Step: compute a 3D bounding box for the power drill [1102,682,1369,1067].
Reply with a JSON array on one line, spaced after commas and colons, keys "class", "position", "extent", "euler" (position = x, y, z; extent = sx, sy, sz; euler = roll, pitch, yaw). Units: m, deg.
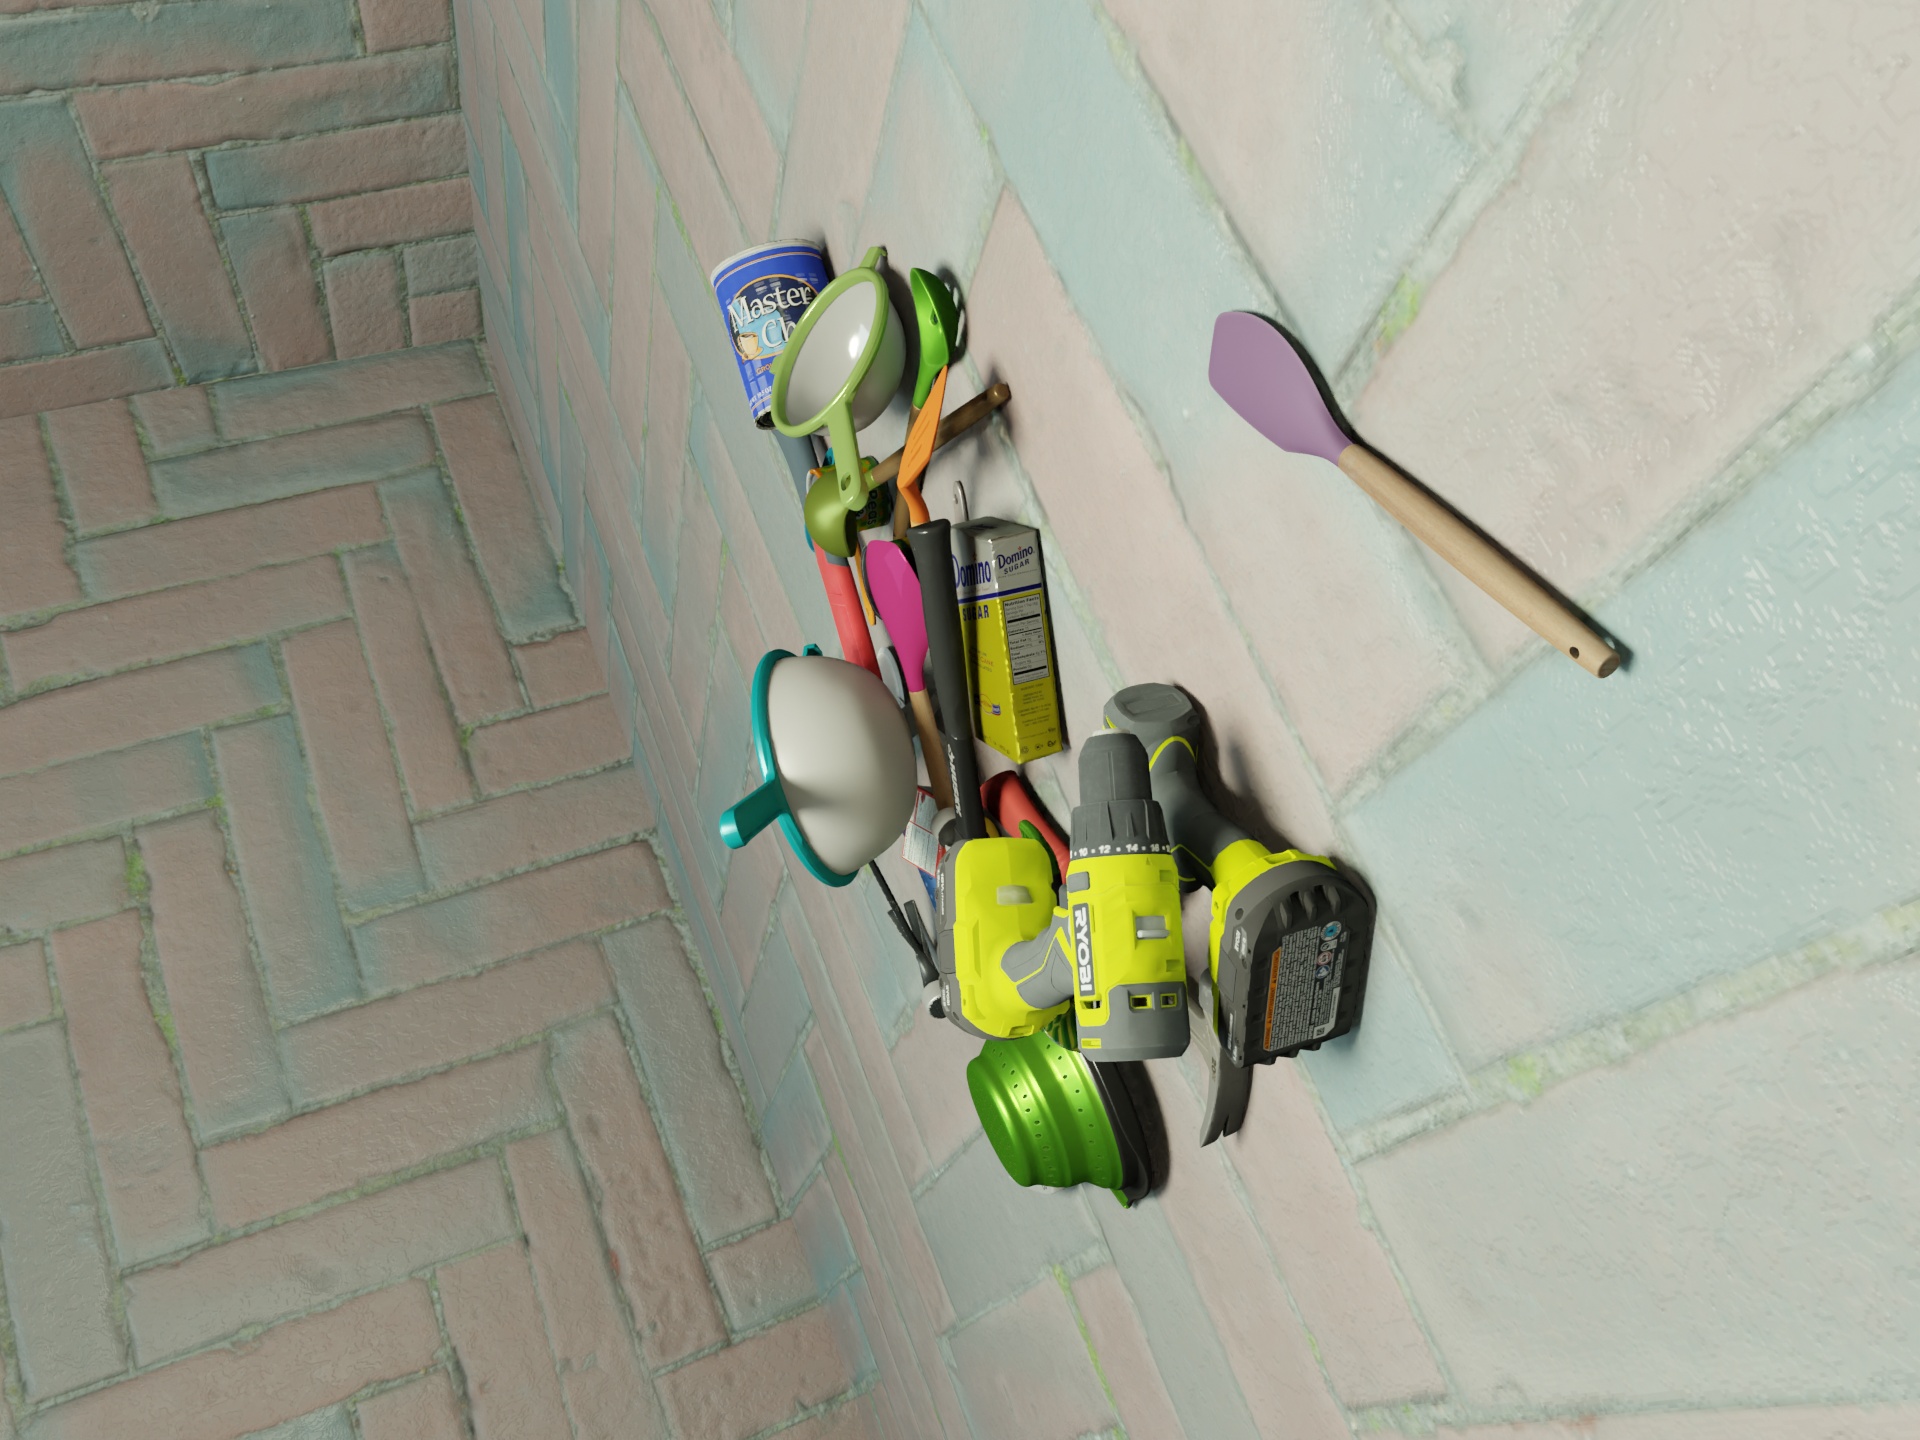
[{"class": "power drill", "position": [0.154, 0.101, 0.986], "extent": [0.223, 0.080, 0.171], "euler": [-126, 28, -52]}]

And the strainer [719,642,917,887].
[{"class": "strainer", "position": [-0.102, 0.040, 1.291], "extent": [0.340, 0.095, 0.211], "euler": [-45, -62, -76]}]

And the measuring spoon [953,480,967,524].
[{"class": "measuring spoon", "position": [-0.003, -0.136, 1.303], "extent": [0.034, 0.018, 0.124], "euler": [-139, 38, -57]}]

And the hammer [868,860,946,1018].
[{"class": "hammer", "position": [-0.097, 0.115, 1.548], "extent": [0.149, 0.036, 0.408], "euler": [-119, 5, -52]}]

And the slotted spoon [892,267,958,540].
[{"class": "slotted spoon", "position": [-0.035, -0.243, 1.297], "extent": [0.313, 0.031, 0.070], "euler": [104, 145, -57]}]

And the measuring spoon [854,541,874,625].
[{"class": "measuring spoon", "position": [-0.102, -0.150, 1.571], "extent": [0.021, 0.011, 0.117], "euler": [-168, 64, -68]}]

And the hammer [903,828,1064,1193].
[{"class": "hammer", "position": [0.016, 0.257, 1.530], "extent": [0.144, 0.035, 0.406], "euler": [119, 132, -63]}]

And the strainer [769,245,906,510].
[{"class": "strainer", "position": [-0.079, -0.250, 1.274], "extent": [0.151, 0.069, 0.257], "euler": [-41, 42, 31]}]

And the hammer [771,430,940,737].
[{"class": "hammer", "position": [-0.113, -0.155, 1.512], "extent": [0.143, 0.038, 0.387], "euler": [-38, 62, 47]}]

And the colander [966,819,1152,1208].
[{"class": "colander", "position": [0.053, 0.248, 1.256], "extent": [0.205, 0.094, 0.396], "euler": [50, 157, 51]}]

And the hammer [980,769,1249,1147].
[{"class": "hammer", "position": [0.106, 0.152, 1.205], "extent": [0.359, 0.036, 0.149], "euler": [-132, 32, -50]}]

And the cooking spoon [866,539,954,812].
[{"class": "cooking spoon", "position": [-0.031, -0.003, 1.356], "extent": [0.069, 0.017, 0.318], "euler": [13, 125, 46]}]

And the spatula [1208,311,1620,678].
[{"class": "spatula", "position": [0.203, -0.116, 0.764], "extent": [0.316, 0.018, 0.059], "euler": [-124, 28, -44]}]

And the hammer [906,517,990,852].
[{"class": "hammer", "position": [-0.002, -0.004, 1.239], "extent": [0.146, 0.035, 0.334], "euler": [-129, 26, -53]}]

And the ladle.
[{"class": "ladle", "position": [-0.042, -0.205, 1.283], "extent": [0.320, 0.062, 0.078], "euler": [-21, 71, 56]}]

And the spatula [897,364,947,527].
[{"class": "spatula", "position": [-0.021, -0.145, 1.253], "extent": [0.322, 0.041, 0.081], "euler": [81, -164, -60]}]

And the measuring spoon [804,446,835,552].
[{"class": "measuring spoon", "position": [-0.132, -0.223, 1.599], "extent": [0.042, 0.021, 0.128], "euler": [60, 147, 33]}]

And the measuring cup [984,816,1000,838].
[{"class": "measuring cup", "position": [0.038, 0.115, 1.377], "extent": [0.156, 0.029, 0.062], "euler": [7, 112, 66]}]

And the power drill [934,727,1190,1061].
[{"class": "power drill", "position": [0.063, 0.115, 0.997], "extent": [0.228, 0.080, 0.191], "euler": [154, 114, -64]}]

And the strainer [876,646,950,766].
[{"class": "strainer", "position": [-0.047, -0.001, 1.498], "extent": [0.259, 0.050, 0.086], "euler": [40, 137, 52]}]
